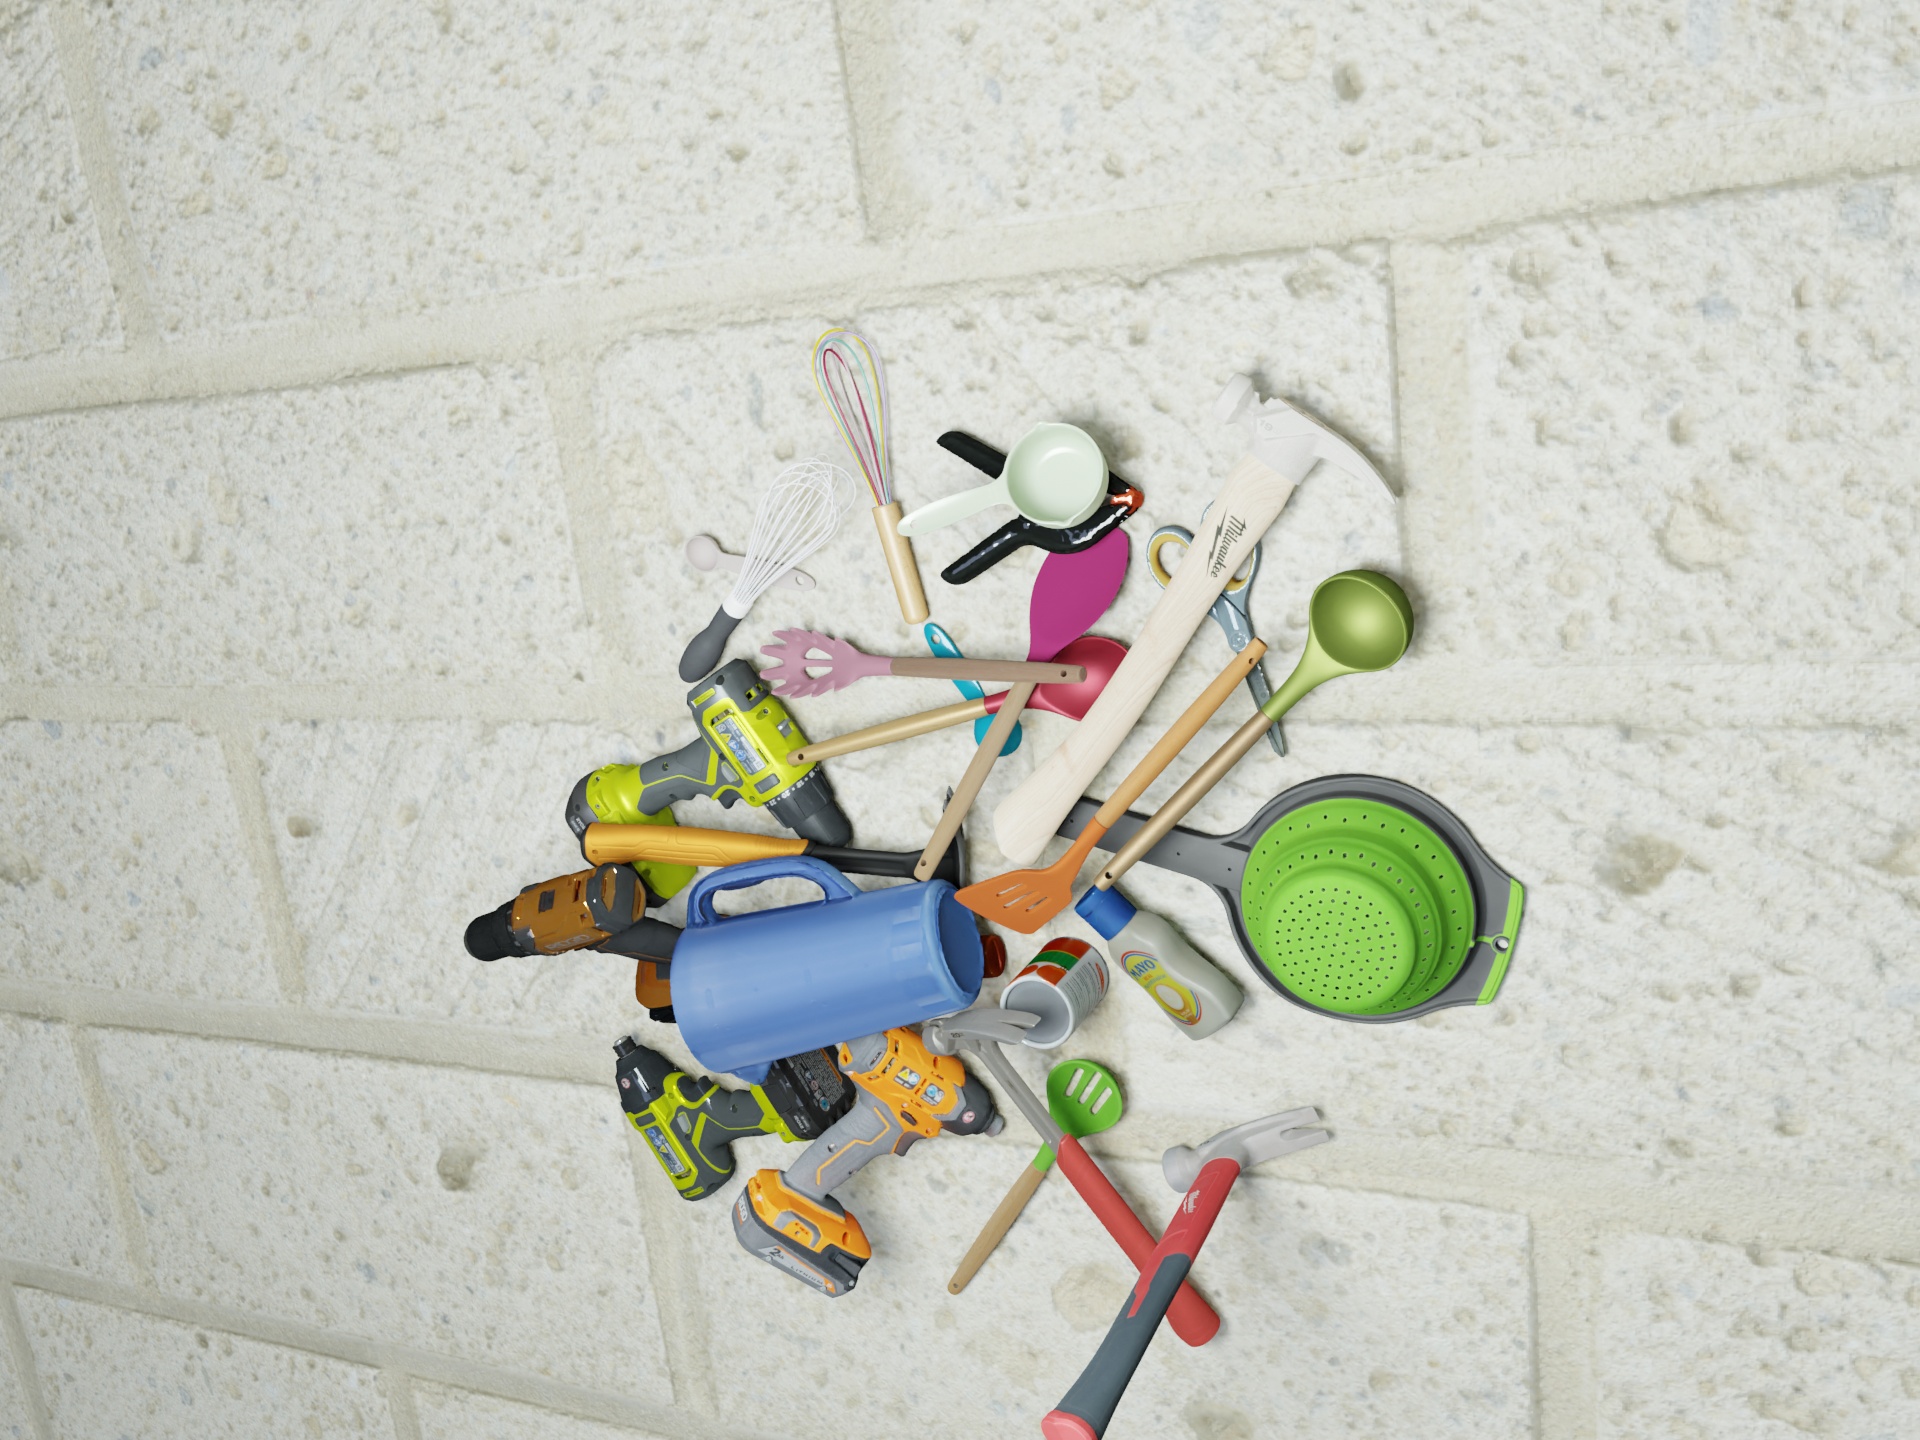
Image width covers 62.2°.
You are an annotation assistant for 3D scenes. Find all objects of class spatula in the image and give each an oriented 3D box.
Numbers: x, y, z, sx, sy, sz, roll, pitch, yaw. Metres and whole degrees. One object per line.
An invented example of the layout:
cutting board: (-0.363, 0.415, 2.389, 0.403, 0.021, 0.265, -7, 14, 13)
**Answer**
spatula: (0.121, 0.055, 1.215, 0.081, 0.041, 0.322, 30, 113, -25)

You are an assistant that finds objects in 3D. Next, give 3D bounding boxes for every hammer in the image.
hammer: (0.155, -0.048, 1.198, 0.146, 0.038, 0.410, 35, 112, 6)
hammer: (0.161, 0.397, 1.152, 0.143, 0.386, 0.038, -27, 92, 29)
hammer: (-0.162, 0.108, 1.358, 0.337, 0.034, 0.127, 3, 122, 8)
hammer: (0.112, 0.382, 1.321, 0.359, 0.037, 0.149, 54, 148, -12)

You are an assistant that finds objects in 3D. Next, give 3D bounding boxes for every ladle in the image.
ladle: (-0.002, -0.004, 1.294, 0.315, 0.031, 0.069, -15, 91, 20)
ladle: (0.207, 0.016, 1.174, 0.078, 0.062, 0.320, 46, 106, 11)

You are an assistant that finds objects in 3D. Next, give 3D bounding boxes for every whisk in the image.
whisk: (-0.172, -0.119, 1.337, 0.070, 0.070, 0.284, 47, 130, 6)
whisk: (-0.072, -0.194, 1.286, 0.051, 0.047, 0.245, -8, 105, 33)

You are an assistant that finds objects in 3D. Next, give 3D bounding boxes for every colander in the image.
colander: (0.215, 0.128, 1.215, 0.397, 0.094, 0.204, 16, 111, 20)

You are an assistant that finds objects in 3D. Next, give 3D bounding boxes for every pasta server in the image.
pasta server: (-0.037, -0.042, 1.283, 0.316, 0.040, 0.060, 4, 94, 38)

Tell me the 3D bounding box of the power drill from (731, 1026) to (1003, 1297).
power drill: (-0.076, 0.383, 1.389, 0.164, 0.084, 0.226, 36, 91, -19)

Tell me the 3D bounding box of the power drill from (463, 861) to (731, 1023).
power drill: (-0.309, 0.202, 1.415, 0.185, 0.226, 0.084, -19, 56, 29)

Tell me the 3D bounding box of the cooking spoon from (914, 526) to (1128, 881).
cooking spoon: (0.042, -0.013, 1.252, 0.069, 0.017, 0.319, 32, 99, 28)

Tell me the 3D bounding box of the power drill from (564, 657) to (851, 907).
power drill: (-0.222, 0.075, 1.417, 0.228, 0.080, 0.190, -31, 99, 27)

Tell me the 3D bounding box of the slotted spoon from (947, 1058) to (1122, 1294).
slotted spoon: (0.058, 0.410, 1.413, 0.070, 0.031, 0.313, 34, 118, 11)

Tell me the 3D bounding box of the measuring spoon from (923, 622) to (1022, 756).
measuring spoon: (0.004, -0.024, 1.310, 0.042, 0.021, 0.128, -33, 91, 29)

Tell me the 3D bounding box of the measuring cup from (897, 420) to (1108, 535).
measuring cup: (0.033, -0.168, 1.201, 0.167, 0.038, 0.083, -17, 80, 19)

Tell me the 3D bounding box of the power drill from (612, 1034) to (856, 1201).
power drill: (-0.223, 0.347, 1.497, 0.223, 0.080, 0.171, -29, 95, 32)

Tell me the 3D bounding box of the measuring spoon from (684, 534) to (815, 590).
measuring spoon: (-0.180, -0.135, 1.373, 0.124, 0.018, 0.034, 17, 122, 13)
